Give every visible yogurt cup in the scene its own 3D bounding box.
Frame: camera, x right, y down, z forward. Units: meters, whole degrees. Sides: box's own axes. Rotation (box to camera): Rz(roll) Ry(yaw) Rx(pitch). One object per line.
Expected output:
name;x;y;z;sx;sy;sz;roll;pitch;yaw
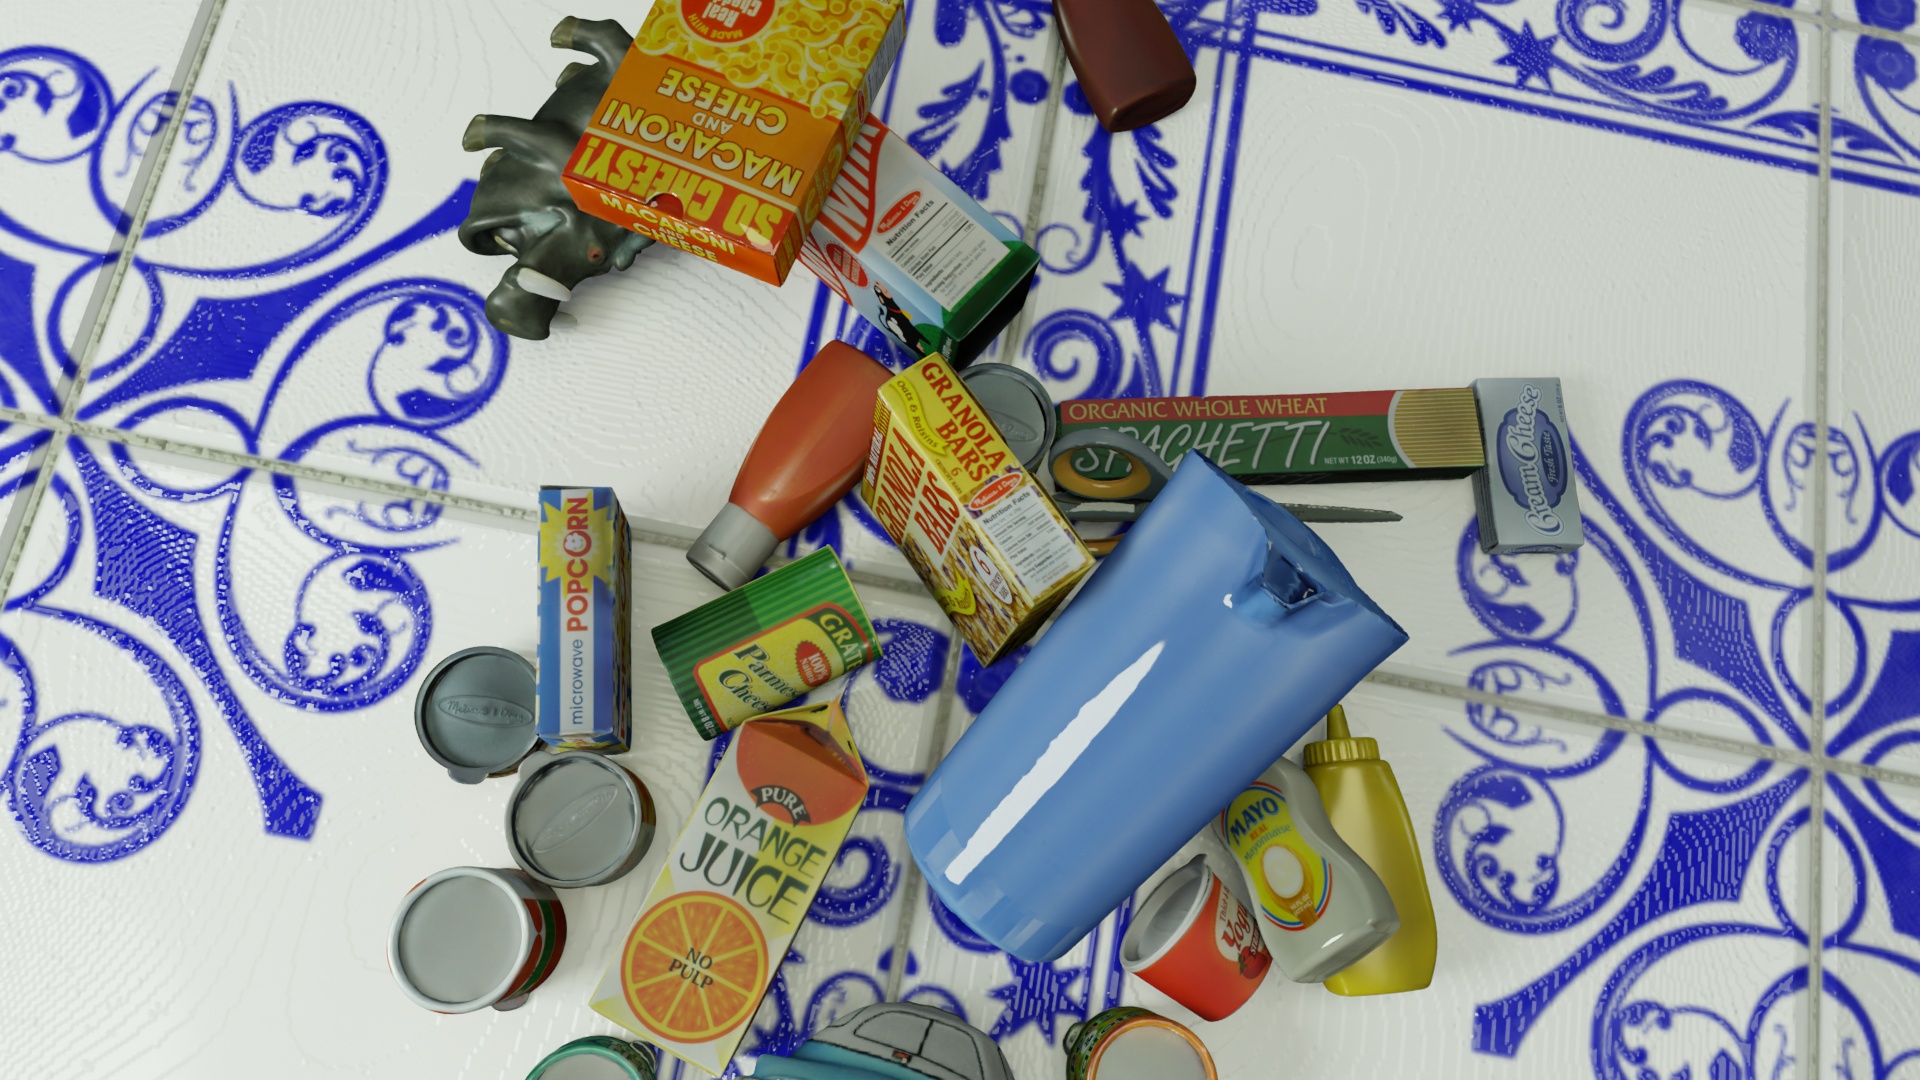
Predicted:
yogurt cup;0.123;0.207;0.711;0.054;0.072;0.072;41;76;-3

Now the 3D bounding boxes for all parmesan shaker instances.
parmesan shaker;-0.100;0.056;0.729;0.103;0.071;0.071;-26;80;-9

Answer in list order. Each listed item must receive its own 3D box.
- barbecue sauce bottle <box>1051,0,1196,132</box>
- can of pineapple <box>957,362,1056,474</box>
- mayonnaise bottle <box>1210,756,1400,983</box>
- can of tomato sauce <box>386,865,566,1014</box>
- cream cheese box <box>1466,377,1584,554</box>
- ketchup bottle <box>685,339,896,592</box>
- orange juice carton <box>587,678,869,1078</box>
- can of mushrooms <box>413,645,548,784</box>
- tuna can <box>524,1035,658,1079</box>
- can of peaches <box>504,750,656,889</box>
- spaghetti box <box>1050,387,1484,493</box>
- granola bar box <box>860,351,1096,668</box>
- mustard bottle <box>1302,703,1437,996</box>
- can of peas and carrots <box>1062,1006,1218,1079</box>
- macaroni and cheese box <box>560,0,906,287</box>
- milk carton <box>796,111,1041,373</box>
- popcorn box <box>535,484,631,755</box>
barbecue sauce bottle;0.087;-0.327;0.857;0.065;0.043;0.149;-23;78;-11
can of pineapple;0.015;-0.057;0.772;0.071;0.057;0.071;1;76;-5
mayonnaise bottle;0.161;0.147;0.714;0.064;0.041;0.149;-45;50;24
can of tomato sauce;-0.232;0.193;0.671;0.071;0.083;0.071;1;75;-5
cream cheese box;0.329;-0.044;0.815;0.053;0.024;0.104;-1;75;-4
ketchup bottle;-0.091;-0.038;0.764;0.065;0.043;0.149;34;75;12
orange juice carton;-0.102;0.158;0.698;0.073;0.071;0.193;27;75;1
can of mushrooms;-0.246;0.092;0.721;0.071;0.033;0.071;1;75;-6
tuna can;-0.180;0.277;0.680;0.071;0.032;0.071;1;76;-5
can of peaches;-0.191;0.140;0.702;0.071;0.058;0.071;1;76;-4
spaghetti box;0.176;-0.058;0.802;0.250;0.028;0.050;-2;75;-6
granola bar box;0.003;-0.009;0.703;0.039;0.165;0.124;-34;81;-14
mustard bottle;0.210;0.157;0.739;0.065;0.048;0.160;-3;75;-5
can of peas and carrots;0.088;0.268;0.694;0.071;0.058;0.071;1;75;-5
macaroni and cheese box;-0.118;-0.234;0.740;0.124;0.040;0.167;22;76;6
milk carton;-0.052;-0.184;0.792;0.190;0.072;0.073;41;75;5
popcorn box;-0.192;0.043;0.712;0.038;0.085;0.127;-2;75;-7
